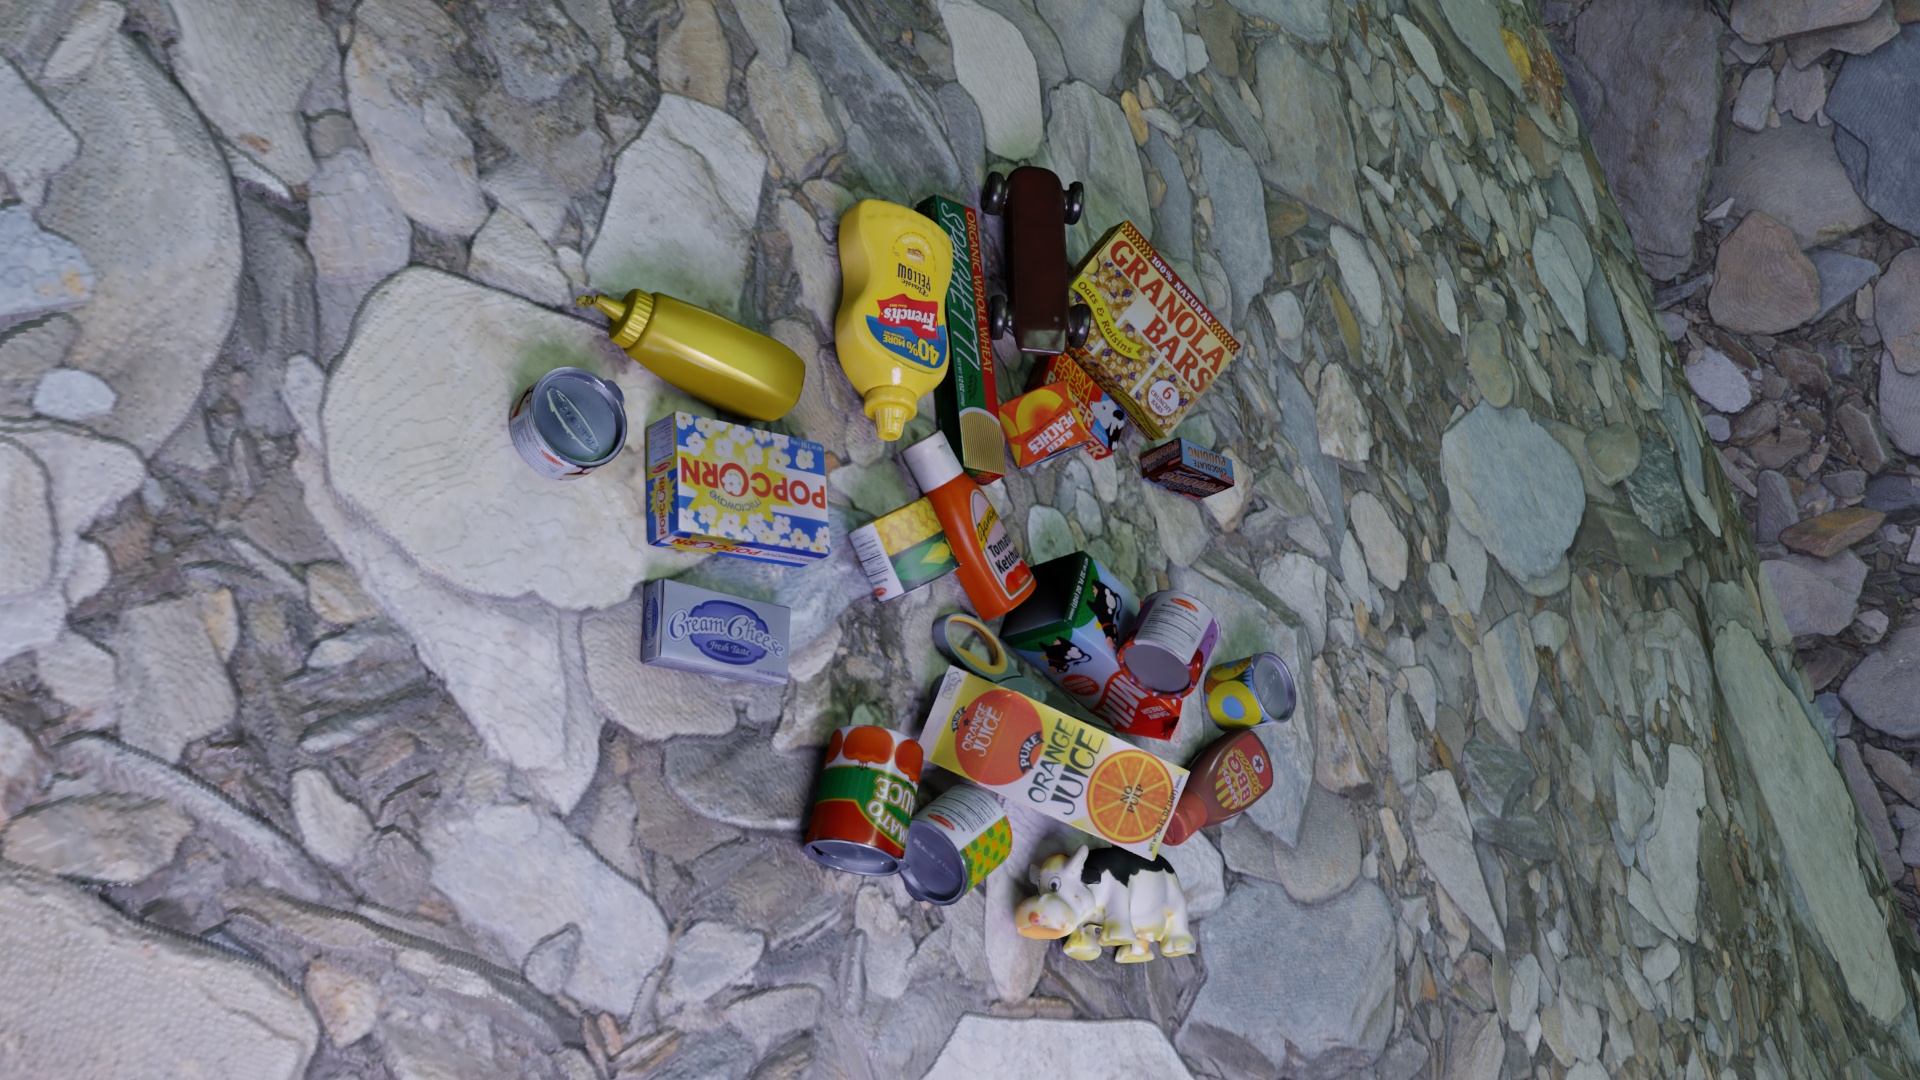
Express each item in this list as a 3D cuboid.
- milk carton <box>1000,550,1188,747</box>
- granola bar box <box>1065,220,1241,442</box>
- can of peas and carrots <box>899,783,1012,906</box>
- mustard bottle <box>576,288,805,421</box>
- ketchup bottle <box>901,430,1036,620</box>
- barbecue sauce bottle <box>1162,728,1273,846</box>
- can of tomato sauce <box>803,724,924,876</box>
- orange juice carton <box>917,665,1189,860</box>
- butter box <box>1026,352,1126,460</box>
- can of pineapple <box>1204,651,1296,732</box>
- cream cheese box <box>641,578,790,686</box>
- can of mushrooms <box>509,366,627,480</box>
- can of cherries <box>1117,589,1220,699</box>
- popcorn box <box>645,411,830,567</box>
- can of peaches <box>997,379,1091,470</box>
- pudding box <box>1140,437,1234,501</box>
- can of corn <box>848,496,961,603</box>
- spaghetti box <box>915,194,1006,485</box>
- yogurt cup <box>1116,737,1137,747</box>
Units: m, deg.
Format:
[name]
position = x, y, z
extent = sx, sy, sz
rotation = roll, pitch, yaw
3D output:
[milk carton]
position = 0.129, 0.096, 1.152
extent = 0.190, 0.073, 0.073
rotation = 39, 51, -28
[granola bar box]
position = 0.165, -0.193, 1.283
extent = 0.165, 0.039, 0.124
rotation = 45, 72, -15
[can of peas and carrots]
position = -0.006, 0.215, 0.978
extent = 0.059, 0.070, 0.071
rotation = -28, 95, -48
[mustard bottle]
position = -0.184, -0.132, 0.940
extent = 0.160, 0.065, 0.049
rotation = 25, 62, -32
[ketchup bottle]
position = 0.004, -0.014, 1.093
extent = 0.148, 0.043, 0.065
rotation = 61, 32, -7
[barbecue sauce bottle]
position = 0.219, 0.219, 1.215
extent = 0.149, 0.043, 0.065
rotation = -23, 92, -47
[can of tomato sauce]
position = -0.062, 0.175, 0.933
extent = 0.071, 0.071, 0.083
rotation = 33, 53, -32
[orange juice carton]
position = 0.063, 0.162, 1.025
extent = 0.193, 0.073, 0.072
rotation = 26, 81, -13
[butter box]
position = 0.105, -0.125, 1.253
extent = 0.103, 0.024, 0.053
rotation = 41, 49, -26
[can of pineapple]
position = 0.267, 0.139, 1.284
extent = 0.071, 0.057, 0.071
rotation = 19, 61, -39
[cream cheese box]
position = -0.159, 0.062, 0.914
extent = 0.104, 0.024, 0.053
rotation = 17, 62, -40
[can of mushrooms]
position = -0.245, -0.074, 0.876
extent = 0.071, 0.033, 0.071
rotation = 19, 61, -39
[can of cherries]
position = 0.163, 0.084, 1.090
extent = 0.071, 0.071, 0.059
rotation = 50, 49, -19
[popcorn box]
position = -0.150, -0.033, 0.950
extent = 0.127, 0.038, 0.085
rotation = 11, 67, -42
[can of peaches]
position = 0.070, -0.098, 1.173
extent = 0.071, 0.071, 0.058
rotation = -21, 89, -47
[pudding box]
position = 0.216, -0.067, 1.322
extent = 0.084, 0.049, 0.030
rotation = 18, 61, -40
[can of corn]
position = -0.040, 0.006, 1.024
extent = 0.071, 0.071, 0.058
rotation = -28, 95, -47
[spaghetti box]
position = -0.001, -0.170, 1.162
extent = 0.050, 0.028, 0.250
rotation = 10, 68, -43
[yogurt cup]
position = 0.134, 0.199, 1.124
extent = 0.054, 0.072, 0.073
rotation = 33, 53, -42
